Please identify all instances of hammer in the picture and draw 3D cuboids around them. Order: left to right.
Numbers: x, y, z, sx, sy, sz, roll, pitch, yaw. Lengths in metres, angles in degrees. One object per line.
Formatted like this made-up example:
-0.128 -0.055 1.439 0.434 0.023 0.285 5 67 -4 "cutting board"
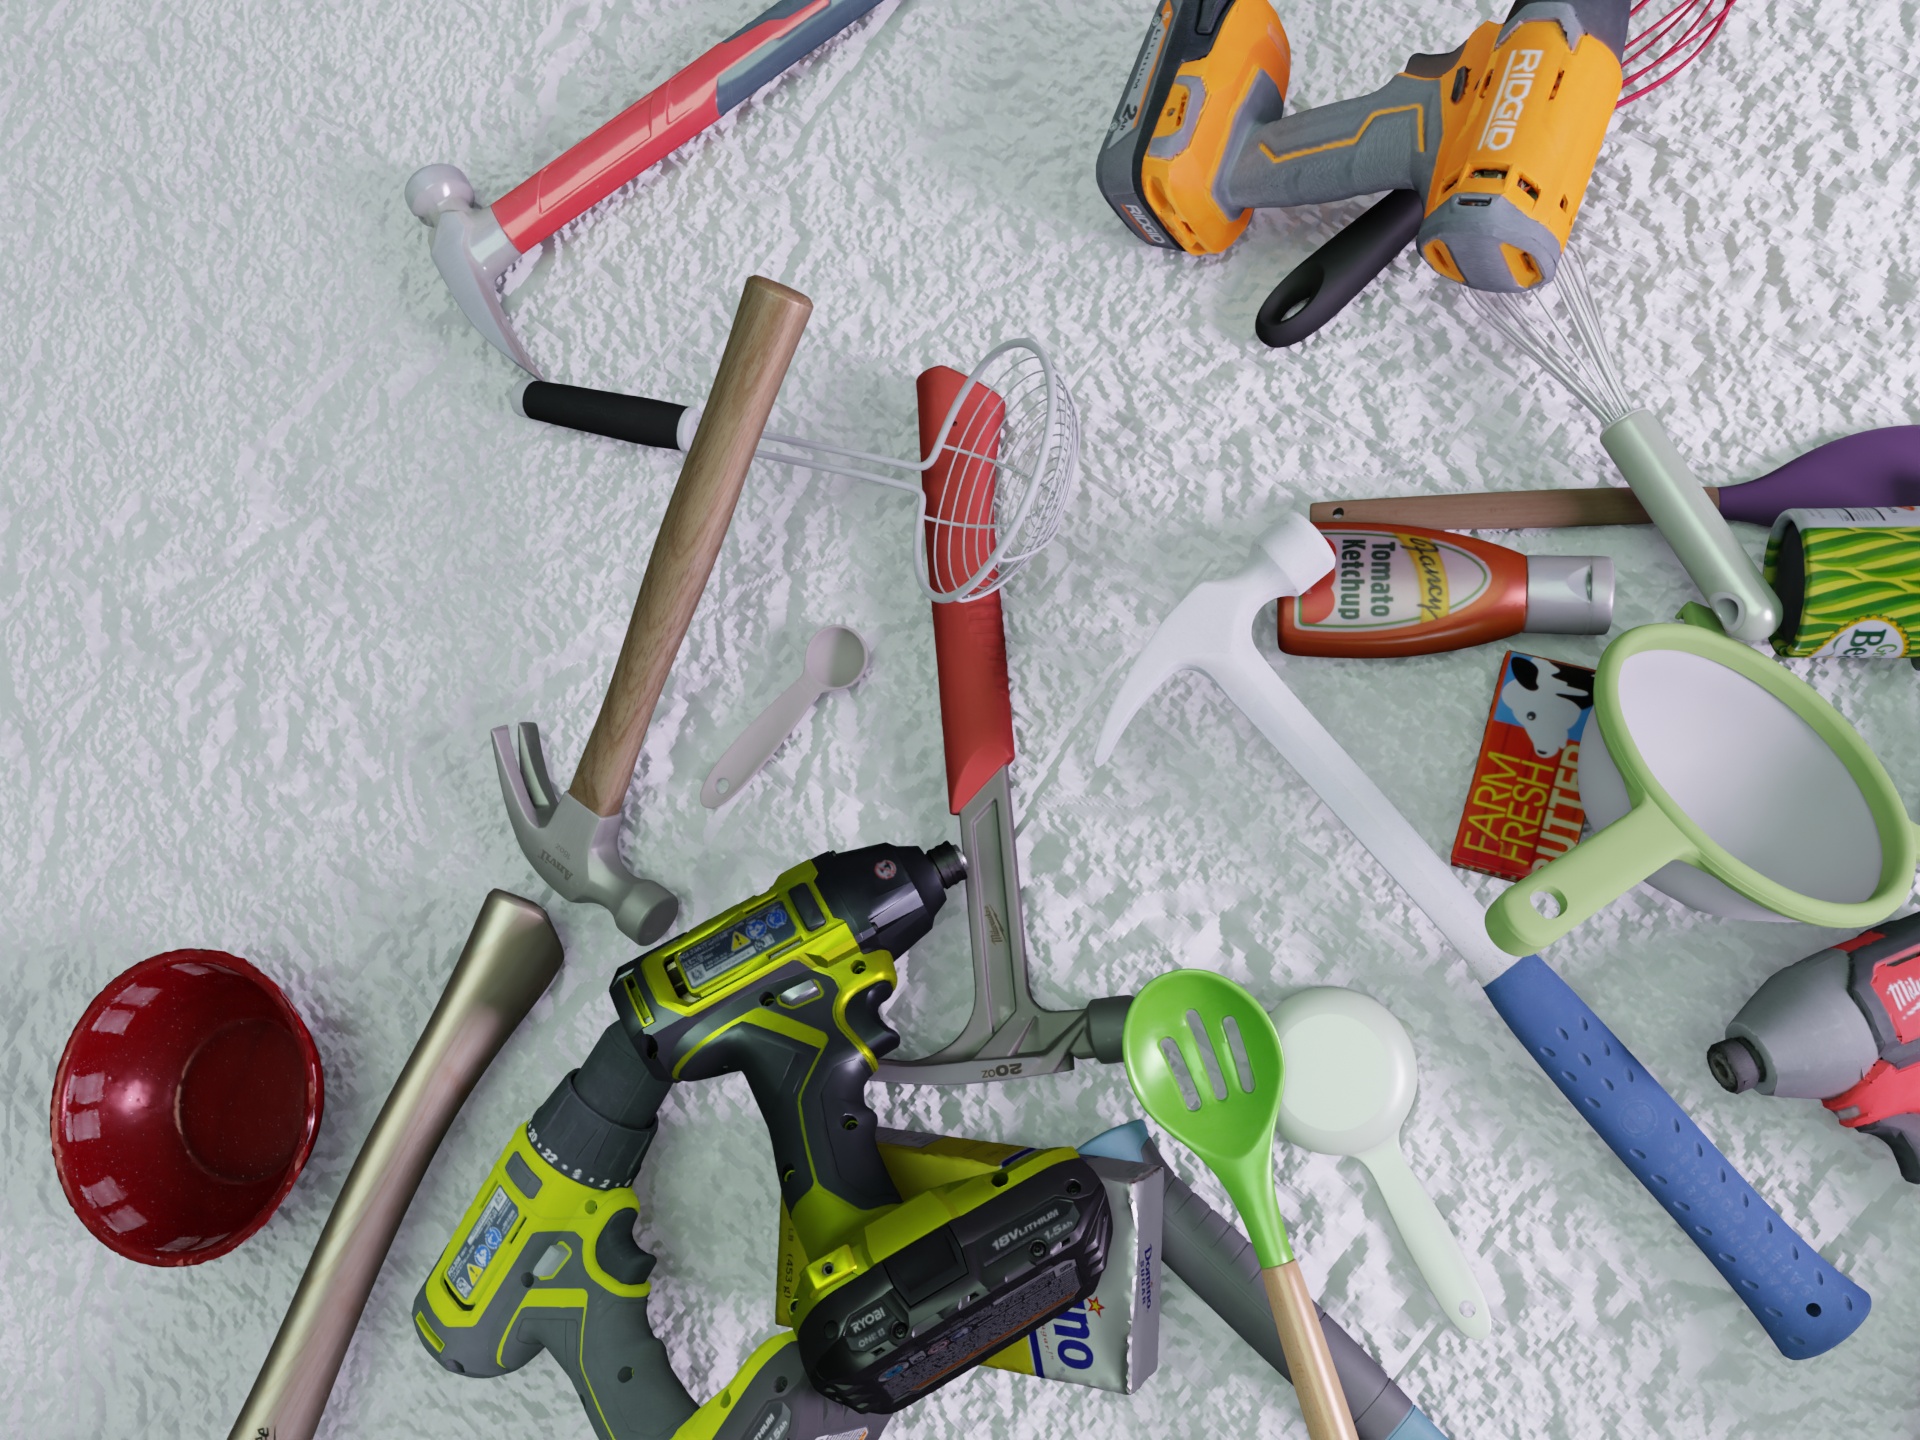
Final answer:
-0.317 0.274 0.790 0.146 0.038 0.411 28 80 -26 "hammer"
-0.148 -0.059 0.788 0.130 0.031 0.331 31 109 23 "hammer"
-0.128 -0.349 0.894 0.386 0.038 0.143 -33 75 6 "hammer"
-0.001 -0.003 0.796 0.149 0.036 0.359 -8 78 13 "hammer"
0.178 0.297 0.694 0.331 0.033 0.128 41 90 18 "hammer"
0.224 0.103 0.691 0.144 0.035 0.405 -41 80 3 "hammer"

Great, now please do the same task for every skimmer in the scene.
-0.103 -0.145 0.794 0.363 0.090 0.127 15 89 26 "skimmer"

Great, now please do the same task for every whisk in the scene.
0.261 -0.287 0.775 0.296 0.073 0.073 -41 73 10 "whisk"
0.300 -0.142 0.728 0.059 0.057 0.246 -19 70 -16 "whisk"

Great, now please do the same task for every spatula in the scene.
0.324 -0.103 0.741 0.316 0.018 0.060 -1 82 13 "spatula"

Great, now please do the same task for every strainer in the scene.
0.278 0.051 0.644 0.256 0.069 0.152 -21 65 -36 "strainer"

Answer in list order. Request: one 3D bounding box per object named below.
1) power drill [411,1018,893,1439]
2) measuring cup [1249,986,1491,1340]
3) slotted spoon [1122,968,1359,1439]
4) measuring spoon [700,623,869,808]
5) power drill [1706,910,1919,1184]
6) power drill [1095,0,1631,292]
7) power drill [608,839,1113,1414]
-0.141 0.266 0.731 0.229 0.080 0.190 36 96 34 "power drill"
0.188 0.197 0.707 0.083 0.038 0.168 -30 72 7 "measuring cup"
0.142 0.259 0.680 0.070 0.031 0.314 -21 76 13 "slotted spoon"
-0.092 0.000 0.833 0.124 0.018 0.034 -47 74 9 "measuring spoon"
0.400 0.189 0.625 0.143 0.078 0.220 -19 72 -7 "power drill"
0.192 -0.292 0.747 0.227 0.084 0.164 18 84 36 "power drill"
-0.035 0.159 0.688 0.171 0.080 0.223 -28 55 -9 "power drill"
